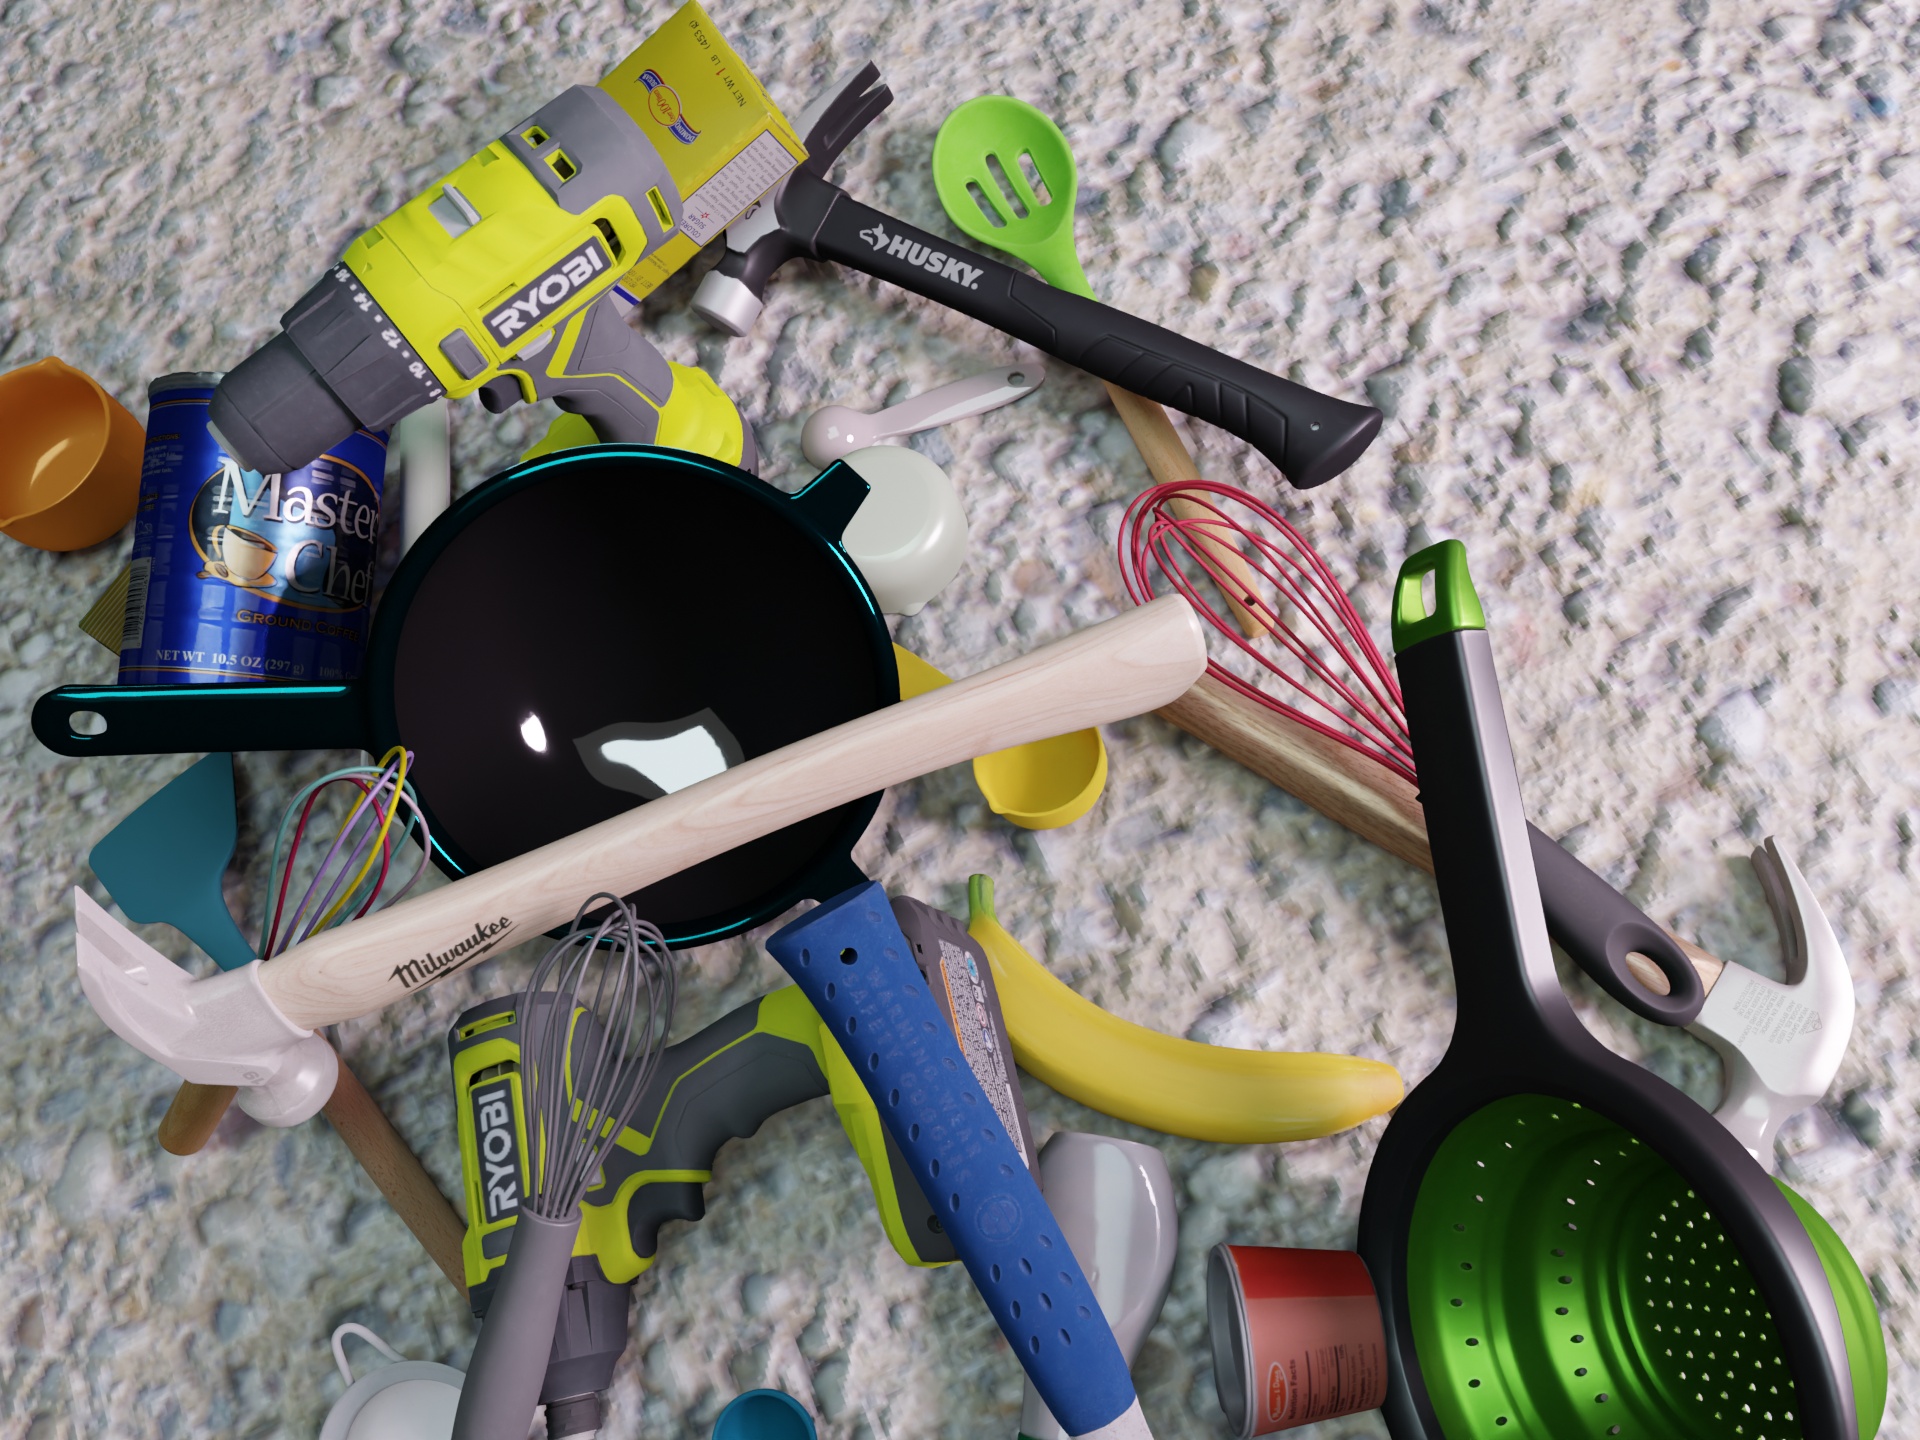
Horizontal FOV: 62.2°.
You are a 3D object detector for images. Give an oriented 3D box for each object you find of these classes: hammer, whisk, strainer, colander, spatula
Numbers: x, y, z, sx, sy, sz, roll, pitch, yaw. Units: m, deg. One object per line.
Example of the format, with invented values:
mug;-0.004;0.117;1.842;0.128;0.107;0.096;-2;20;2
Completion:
hammer;0.200;0.047;0.657;0.331;0.031;0.130;32;78;18
whisk;-0.273;0.100;0.634;0.047;0.051;0.245;52;120;24
strainer;-0.196;-0.014;0.670;0.340;0.095;0.211;-2;107;-3
whisk;-0.253;-0.061;0.757;0.059;0.057;0.247;4;63;-27
hammer;0.057;0.236;0.528;0.144;0.035;0.405;-29;93;-6
strainer;-0.175;0.347;0.598;0.087;0.050;0.259;-29;75;8
hammer;-0.101;0.035;0.589;0.410;0.146;0.038;-22;56;-6
whisk;0.175;0.008;0.630;0.073;0.073;0.296;-42;76;-8
colander;0.225;0.129;0.554;0.094;0.204;0.397;-1;77;-25
whisk;-0.150;0.176;0.574;0.055;0.055;0.239;17;96;14
hammer;0.038;-0.195;0.740;0.335;0.035;0.146;28;89;20
spatula;-0.282;0.141;0.697;0.082;0.044;0.318;-41;75;-8

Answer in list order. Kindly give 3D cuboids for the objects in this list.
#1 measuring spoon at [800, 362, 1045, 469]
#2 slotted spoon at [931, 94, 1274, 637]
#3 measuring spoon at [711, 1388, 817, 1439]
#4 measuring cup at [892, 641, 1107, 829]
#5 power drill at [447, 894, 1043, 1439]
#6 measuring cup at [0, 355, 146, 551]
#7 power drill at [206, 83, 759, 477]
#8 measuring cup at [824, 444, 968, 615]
measuring spoon;-0.019;-0.153;0.767;0.124;0.018;0.034;-18;69;1
slotted spoon;0.070;-0.172;0.758;0.070;0.031;0.314;-26;71;1
measuring spoon;-0.099;0.315;0.614;0.042;0.021;0.128;35;87;17
measuring cup;-0.001;-0.002;0.712;0.157;0.029;0.062;31;77;29
power drill;-0.090;0.170;0.617;0.223;0.080;0.171;-20;67;15
measuring cup;-0.496;-0.130;0.809;0.173;0.052;0.095;2;71;11
power drill;-0.185;-0.132;0.669;0.190;0.228;0.080;-39;70;-7
measuring cup;-0.079;-0.078;0.736;0.167;0.038;0.083;-18;69;-1
